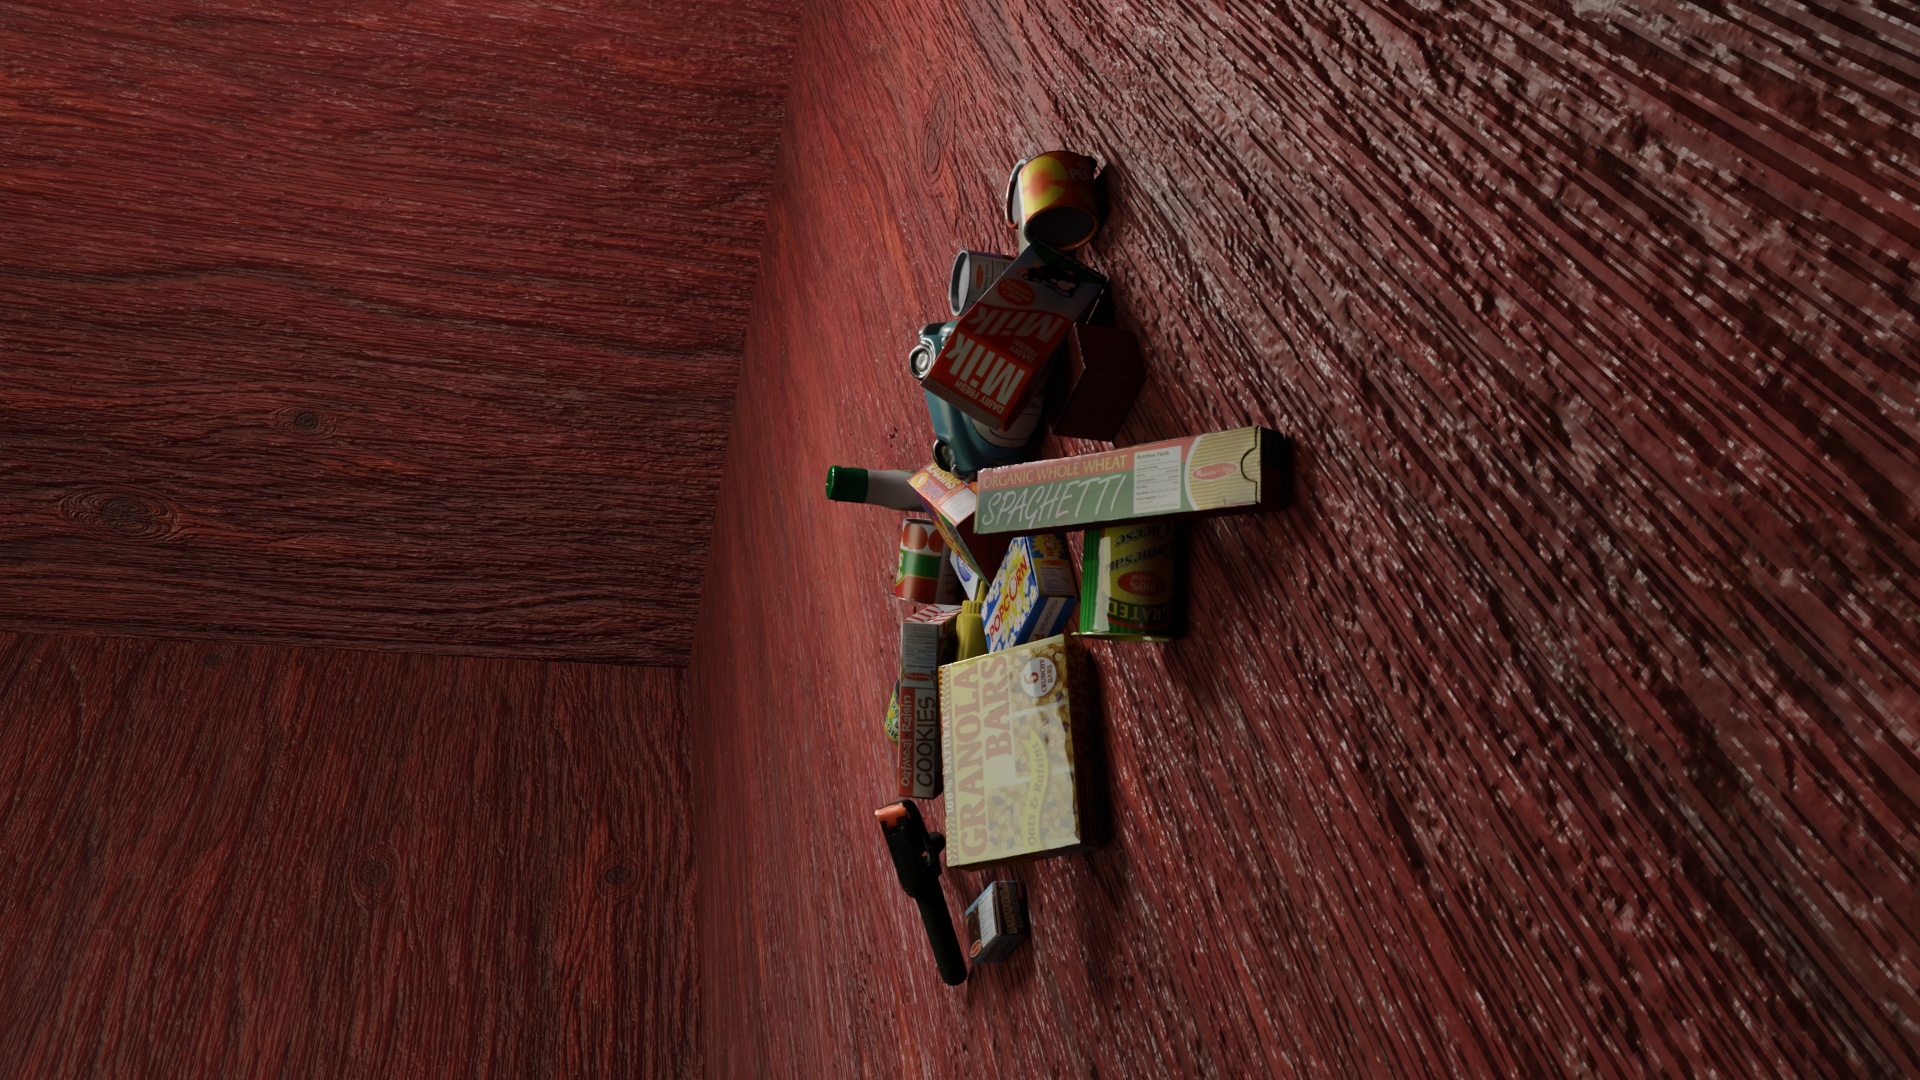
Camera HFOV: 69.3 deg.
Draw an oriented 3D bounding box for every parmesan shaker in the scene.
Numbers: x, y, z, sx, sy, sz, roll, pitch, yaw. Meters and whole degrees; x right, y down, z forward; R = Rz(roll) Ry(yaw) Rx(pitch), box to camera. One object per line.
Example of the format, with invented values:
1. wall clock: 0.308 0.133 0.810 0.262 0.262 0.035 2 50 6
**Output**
1. parmesan shaker: 0.115 0.017 0.968 0.071 0.071 0.103 159 115 -72

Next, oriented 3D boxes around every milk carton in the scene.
1. milk carton: 0.040 -0.156 1.106 0.191 0.072 0.073 -54 -7 -42

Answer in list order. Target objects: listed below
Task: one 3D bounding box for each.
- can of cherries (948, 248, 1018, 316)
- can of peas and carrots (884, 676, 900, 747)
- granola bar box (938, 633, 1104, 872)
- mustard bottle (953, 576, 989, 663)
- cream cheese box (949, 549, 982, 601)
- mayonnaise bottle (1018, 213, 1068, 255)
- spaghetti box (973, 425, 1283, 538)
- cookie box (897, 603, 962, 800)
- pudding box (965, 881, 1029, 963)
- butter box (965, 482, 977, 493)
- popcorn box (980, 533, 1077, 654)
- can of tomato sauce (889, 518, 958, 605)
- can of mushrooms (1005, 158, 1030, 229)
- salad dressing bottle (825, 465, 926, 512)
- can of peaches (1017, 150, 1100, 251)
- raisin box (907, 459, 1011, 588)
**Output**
1. can of cherries: 0.025 -0.251 1.370 0.071 0.058 0.071 -175 89 -73
2. can of peas and carrots: -0.044 0.180 1.450 0.071 0.071 0.058 -107 27 -52
3. granola bar box: 0.045 0.170 1.100 0.124 0.039 0.166 -18 61 30
4. mustard bottle: 0.018 0.107 1.300 0.065 0.049 0.160 154 121 -81
5. cream cheese box: 0.016 0.019 1.380 0.104 0.024 0.053 -119 36 -62
6. mayonnaise bottle: 0.075 -0.225 1.231 0.064 0.041 0.148 135 136 -70
7. spaghetti box: 0.103 -0.035 0.922 0.249 0.029 0.050 -6 77 47
8. cookie box: -0.025 0.153 1.342 0.123 0.040 0.167 -22 -66 -77
9. pudding box: 0.031 0.336 1.222 0.083 0.030 0.050 118 151 -52
10. butter box: 0.025 -0.063 1.372 0.104 0.024 0.053 -120 38 -63
11. popcorn box: 0.058 0.055 1.205 0.126 0.038 0.085 112 155 -44
12. can of tomato sauce: -0.034 0.022 1.467 0.071 0.071 0.083 -156 72 -72
13. can of mushrooms: 0.067 -0.319 1.294 0.071 0.033 0.071 -173 89 -73
14. salad dressing bottle: -0.065 -0.054 1.455 0.064 0.148 0.044 -179 94 -73
15. can of peaches: 0.085 -0.286 1.173 0.071 0.071 0.058 124 147 -59
16. raisin box: 0.005 -0.016 1.298 0.086 0.040 0.124 58 172 -32
